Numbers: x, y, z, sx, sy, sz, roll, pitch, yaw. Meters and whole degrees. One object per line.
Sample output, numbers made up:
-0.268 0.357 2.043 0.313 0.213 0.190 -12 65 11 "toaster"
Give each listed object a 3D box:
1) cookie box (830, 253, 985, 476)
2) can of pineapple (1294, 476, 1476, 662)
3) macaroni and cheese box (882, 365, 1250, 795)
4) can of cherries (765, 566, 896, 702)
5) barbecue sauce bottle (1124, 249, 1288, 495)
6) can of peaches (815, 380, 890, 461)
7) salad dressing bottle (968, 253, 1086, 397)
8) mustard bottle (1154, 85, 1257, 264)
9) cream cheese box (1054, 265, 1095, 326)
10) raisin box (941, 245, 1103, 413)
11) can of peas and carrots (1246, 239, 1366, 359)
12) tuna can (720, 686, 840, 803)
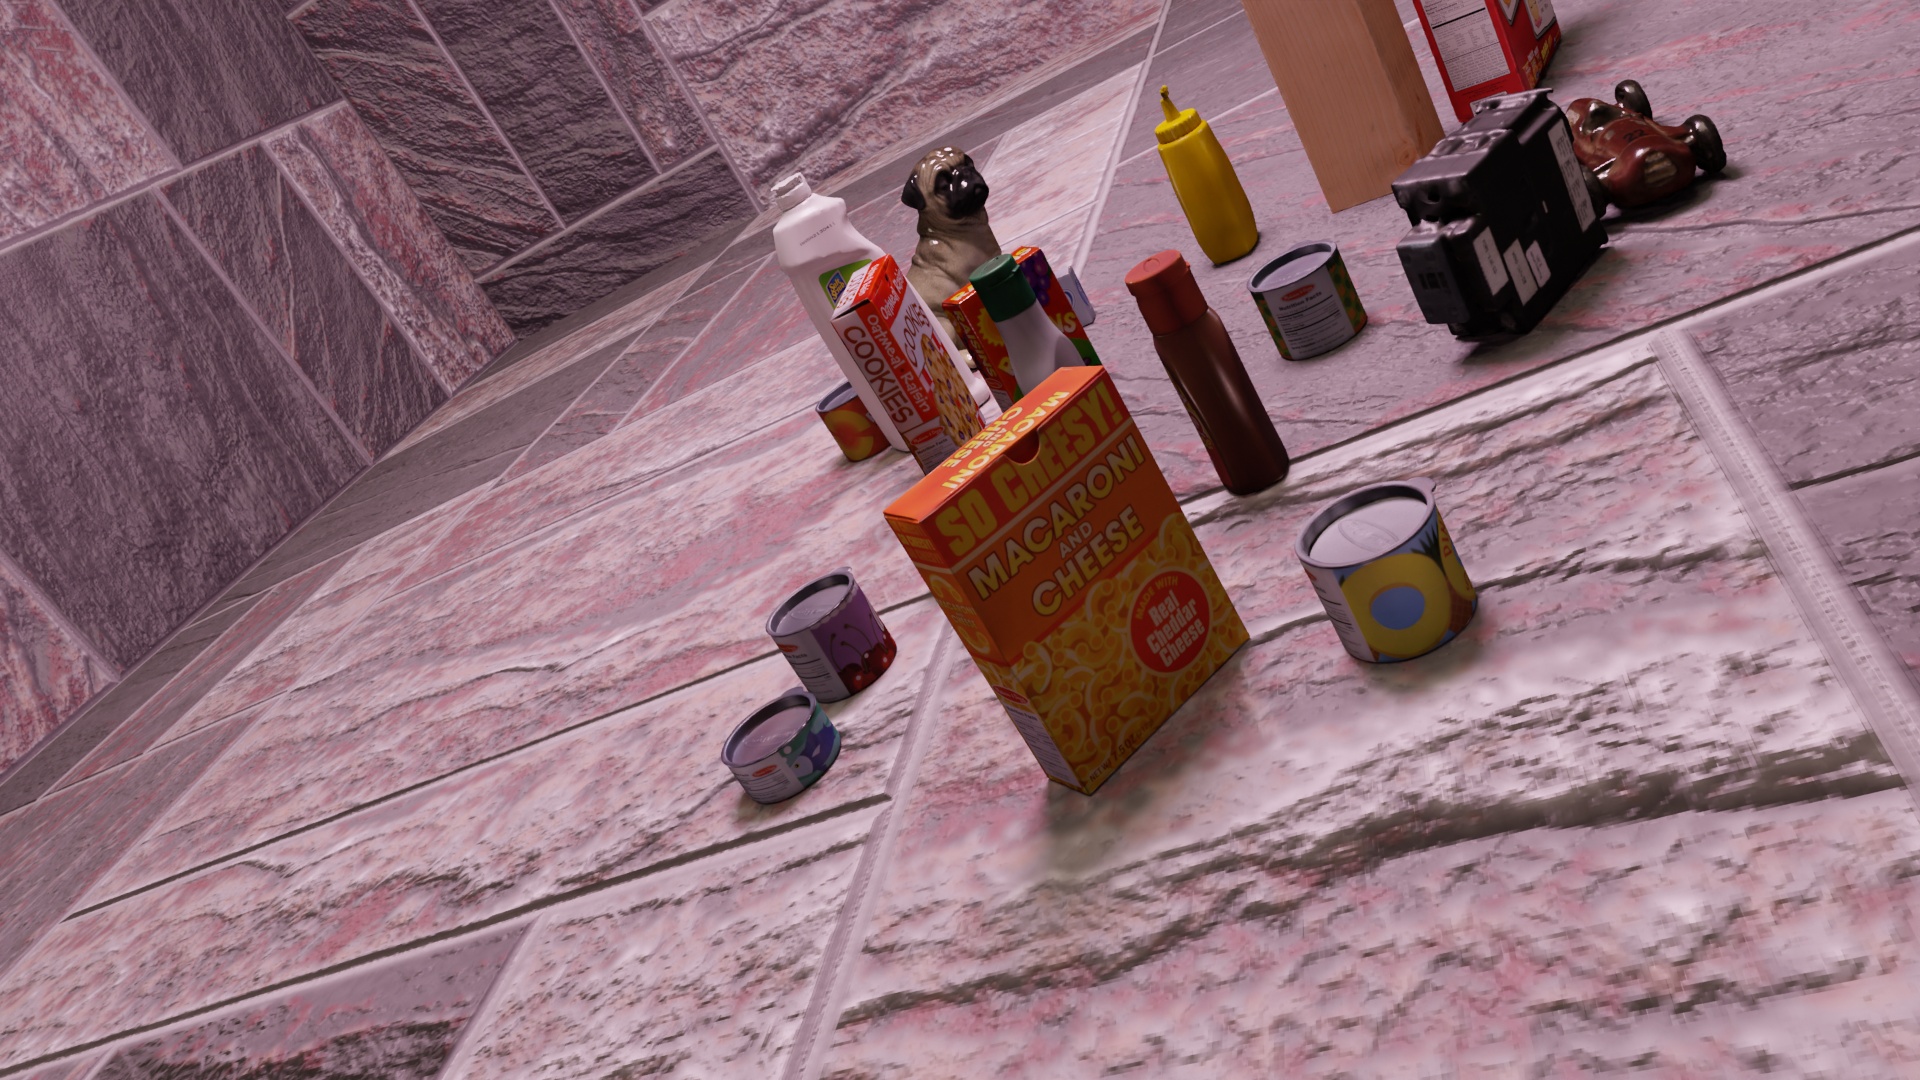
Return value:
-0.037 -0.135 1.111 0.040 0.167 0.123 -25 23 16 "cookie box"
0.198 0.013 0.642 0.071 0.057 0.071 -26 22 12 "can of pineapple"
0.056 0.018 0.669 0.124 0.166 0.040 -41 23 -22 "macaroni and cheese box"
-0.081 0.061 0.899 0.071 0.058 0.072 -26 22 12 "can of cherries"
0.147 -0.101 0.831 0.043 0.148 0.065 -27 22 12 "barbecue sauce bottle"
-0.090 -0.115 1.282 0.071 0.058 0.071 -26 22 12 "can of peaches"
0.057 -0.141 1.031 0.044 0.147 0.064 -15 27 35 "salad dressing bottle"
0.207 -0.321 1.203 0.048 0.159 0.066 -18 25 30 "mustard bottle"
0.067 -0.207 1.284 0.103 0.053 0.024 -22 23 21 "cream cheese box"
0.053 -0.160 1.109 0.086 0.123 0.040 -37 22 -13 "raisin box"
0.243 -0.169 0.971 0.071 0.058 0.071 -26 22 12 "can of peas and carrots"
-0.106 0.122 0.834 0.071 0.032 0.071 -26 22 12 "tuna can"
